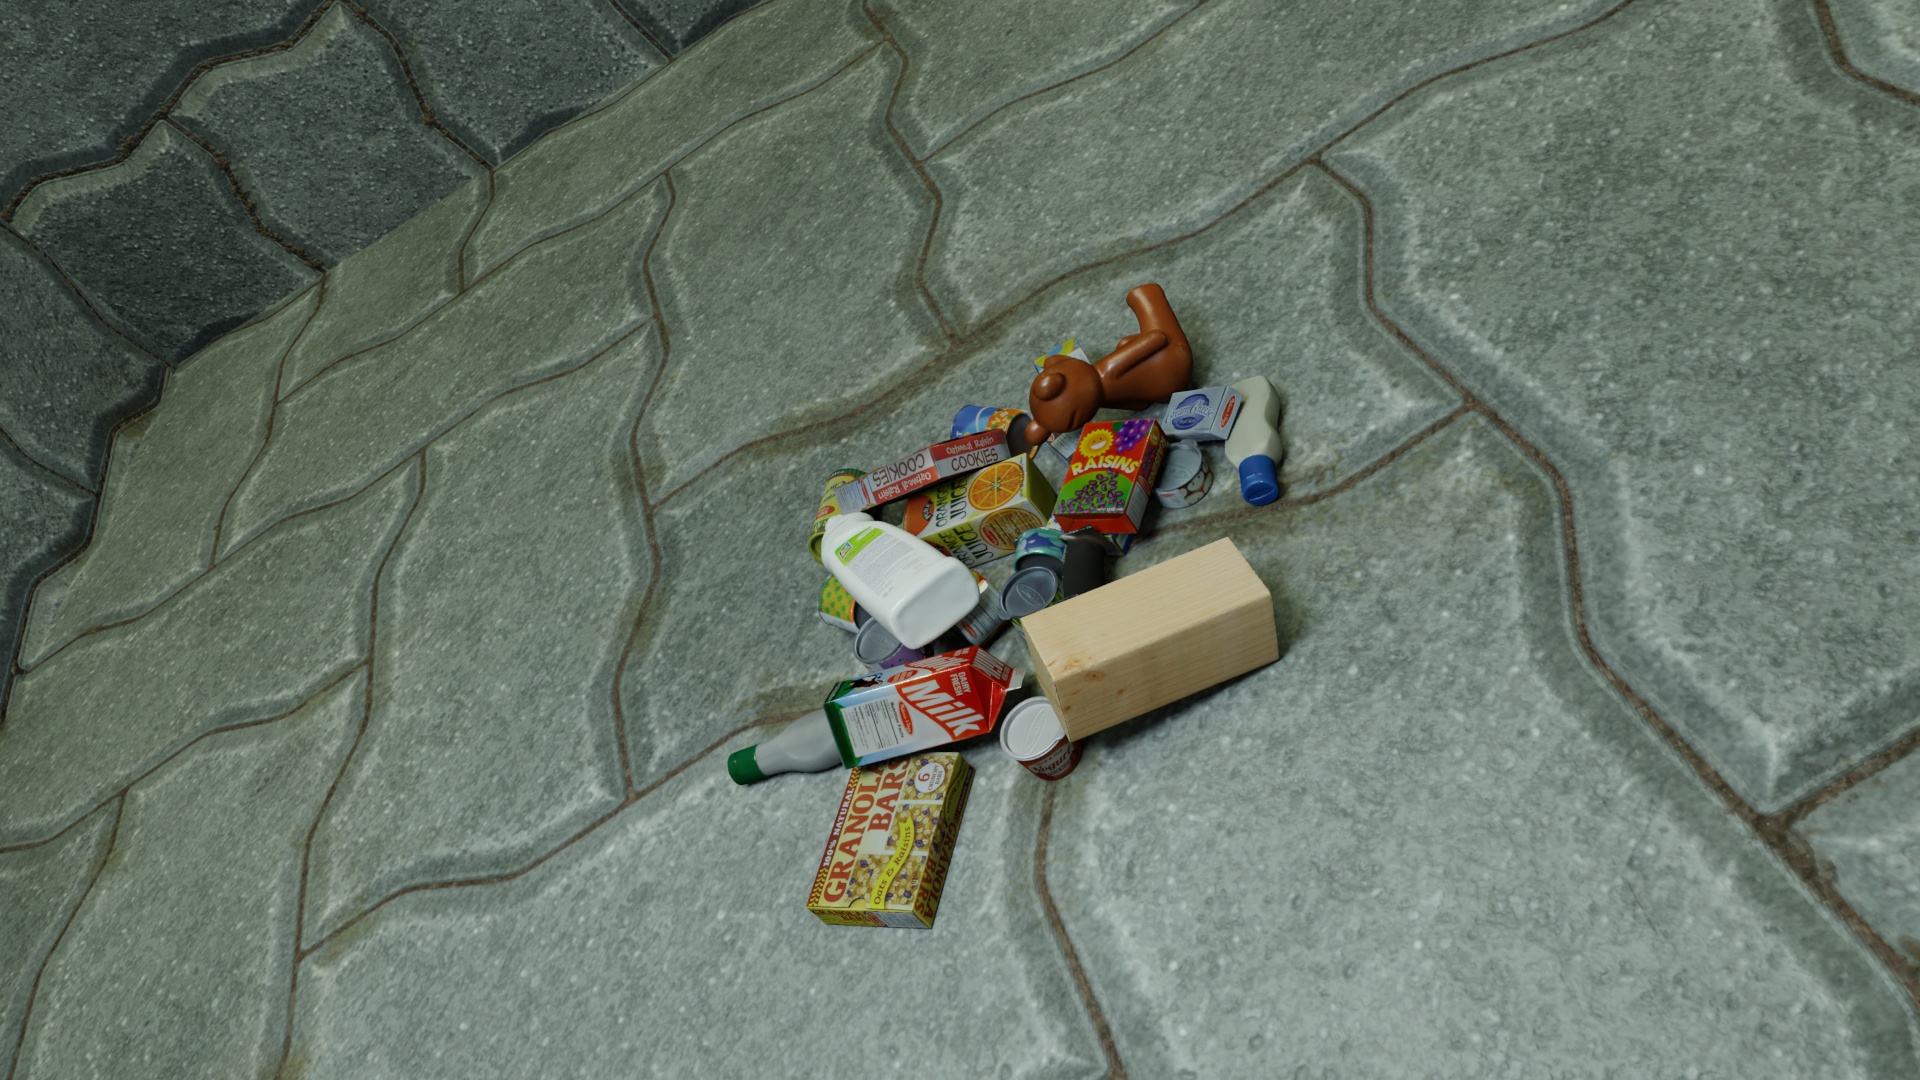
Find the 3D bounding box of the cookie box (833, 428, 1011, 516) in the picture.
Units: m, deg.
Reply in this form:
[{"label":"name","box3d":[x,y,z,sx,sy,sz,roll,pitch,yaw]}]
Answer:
[{"label":"cookie box","box3d":[-0.044,-0.077,1.568,0.167,0.040,0.123,-20,0,44]}]

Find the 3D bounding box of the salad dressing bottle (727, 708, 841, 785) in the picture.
[{"label":"salad dressing bottle","box3d":[-0.176,0.220,1.466,0.147,0.044,0.064,-21,44,21]}]

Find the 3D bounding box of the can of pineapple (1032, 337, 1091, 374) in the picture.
[{"label":"can of pineapple","box3d":[0.125,-0.196,1.621,0.058,0.070,0.071,-31,40,8]}]

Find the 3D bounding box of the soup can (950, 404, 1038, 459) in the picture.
[{"label":"soup can","box3d":[0.039,-0.120,1.611,0.084,0.071,0.071,10,59,42]}]

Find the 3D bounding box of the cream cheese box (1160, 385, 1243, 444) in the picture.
[{"label":"cream cheese box","box3d":[0.250,-0.131,1.461,0.103,0.024,0.053,2,68,66]}]

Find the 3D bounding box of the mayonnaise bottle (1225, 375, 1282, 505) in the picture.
[{"label":"mayonnaise bottle","box3d":[0.299,-0.101,1.422,0.064,0.041,0.149,-25,42,28]}]

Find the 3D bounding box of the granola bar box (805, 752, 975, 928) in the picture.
[{"label":"granola bar box","box3d":[-0.066,0.283,1.327,0.124,0.039,0.166,-7,48,32]}]

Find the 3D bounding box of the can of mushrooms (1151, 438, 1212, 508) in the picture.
[{"label":"can of mushrooms","box3d":[0.228,-0.069,1.449,0.071,0.033,0.071,-21,42,20]}]

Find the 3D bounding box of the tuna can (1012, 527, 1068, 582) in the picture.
[{"label":"tuna can","box3d":[0.086,0.018,1.443,0.071,0.071,0.033,-9,48,30]}]

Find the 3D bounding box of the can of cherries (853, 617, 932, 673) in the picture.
[{"label":"can of cherries","box3d":[-0.069,0.116,1.473,0.071,0.058,0.072,-21,42,20]}]

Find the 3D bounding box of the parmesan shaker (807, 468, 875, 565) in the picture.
[{"label":"parmesan shaker","box3d":[-0.140,-0.027,1.656,0.071,0.071,0.103,-12,46,28]}]

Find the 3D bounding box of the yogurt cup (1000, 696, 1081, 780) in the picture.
[{"label":"yogurt cup","box3d":[0.078,0.188,1.299,0.072,0.053,0.073,-20,43,20]}]

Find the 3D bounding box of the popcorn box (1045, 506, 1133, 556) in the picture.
[{"label":"popcorn box","box3d":[0.152,-0.044,1.477,0.085,0.038,0.127,2,54,37]}]

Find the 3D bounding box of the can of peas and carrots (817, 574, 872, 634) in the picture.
[{"label":"can of peas and carrots","box3d":[-0.115,0.067,1.545,0.059,0.070,0.071,14,62,43]}]

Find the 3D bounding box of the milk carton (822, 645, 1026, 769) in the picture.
[{"label":"milk carton","box3d":[-0.029,0.158,1.360,0.190,0.073,0.072,-16,8,9]}]

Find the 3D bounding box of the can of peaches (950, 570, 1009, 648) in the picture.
[{"label":"can of peaches","box3d":[0.014,0.073,1.448,0.058,0.071,0.071,-44,40,-7]}]

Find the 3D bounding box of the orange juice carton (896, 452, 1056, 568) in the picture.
[{"label":"orange juice carton","box3d":[0.005,-0.019,1.535,0.192,0.072,0.072,-20,43,21]}]

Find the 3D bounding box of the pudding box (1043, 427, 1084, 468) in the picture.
[{"label":"pudding box","box3d":[0.126,-0.113,1.569,0.049,0.030,0.084,-40,40,-1]}]

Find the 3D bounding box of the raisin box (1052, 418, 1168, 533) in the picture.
[{"label":"raisin box","box3d":[0.156,-0.066,1.434,0.086,0.040,0.124,-1,53,35]}]

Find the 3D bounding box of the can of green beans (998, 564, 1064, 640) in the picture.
[{"label":"can of green beans","box3d":[0.081,0.068,1.408,0.071,0.057,0.071,-20,43,20]}]
